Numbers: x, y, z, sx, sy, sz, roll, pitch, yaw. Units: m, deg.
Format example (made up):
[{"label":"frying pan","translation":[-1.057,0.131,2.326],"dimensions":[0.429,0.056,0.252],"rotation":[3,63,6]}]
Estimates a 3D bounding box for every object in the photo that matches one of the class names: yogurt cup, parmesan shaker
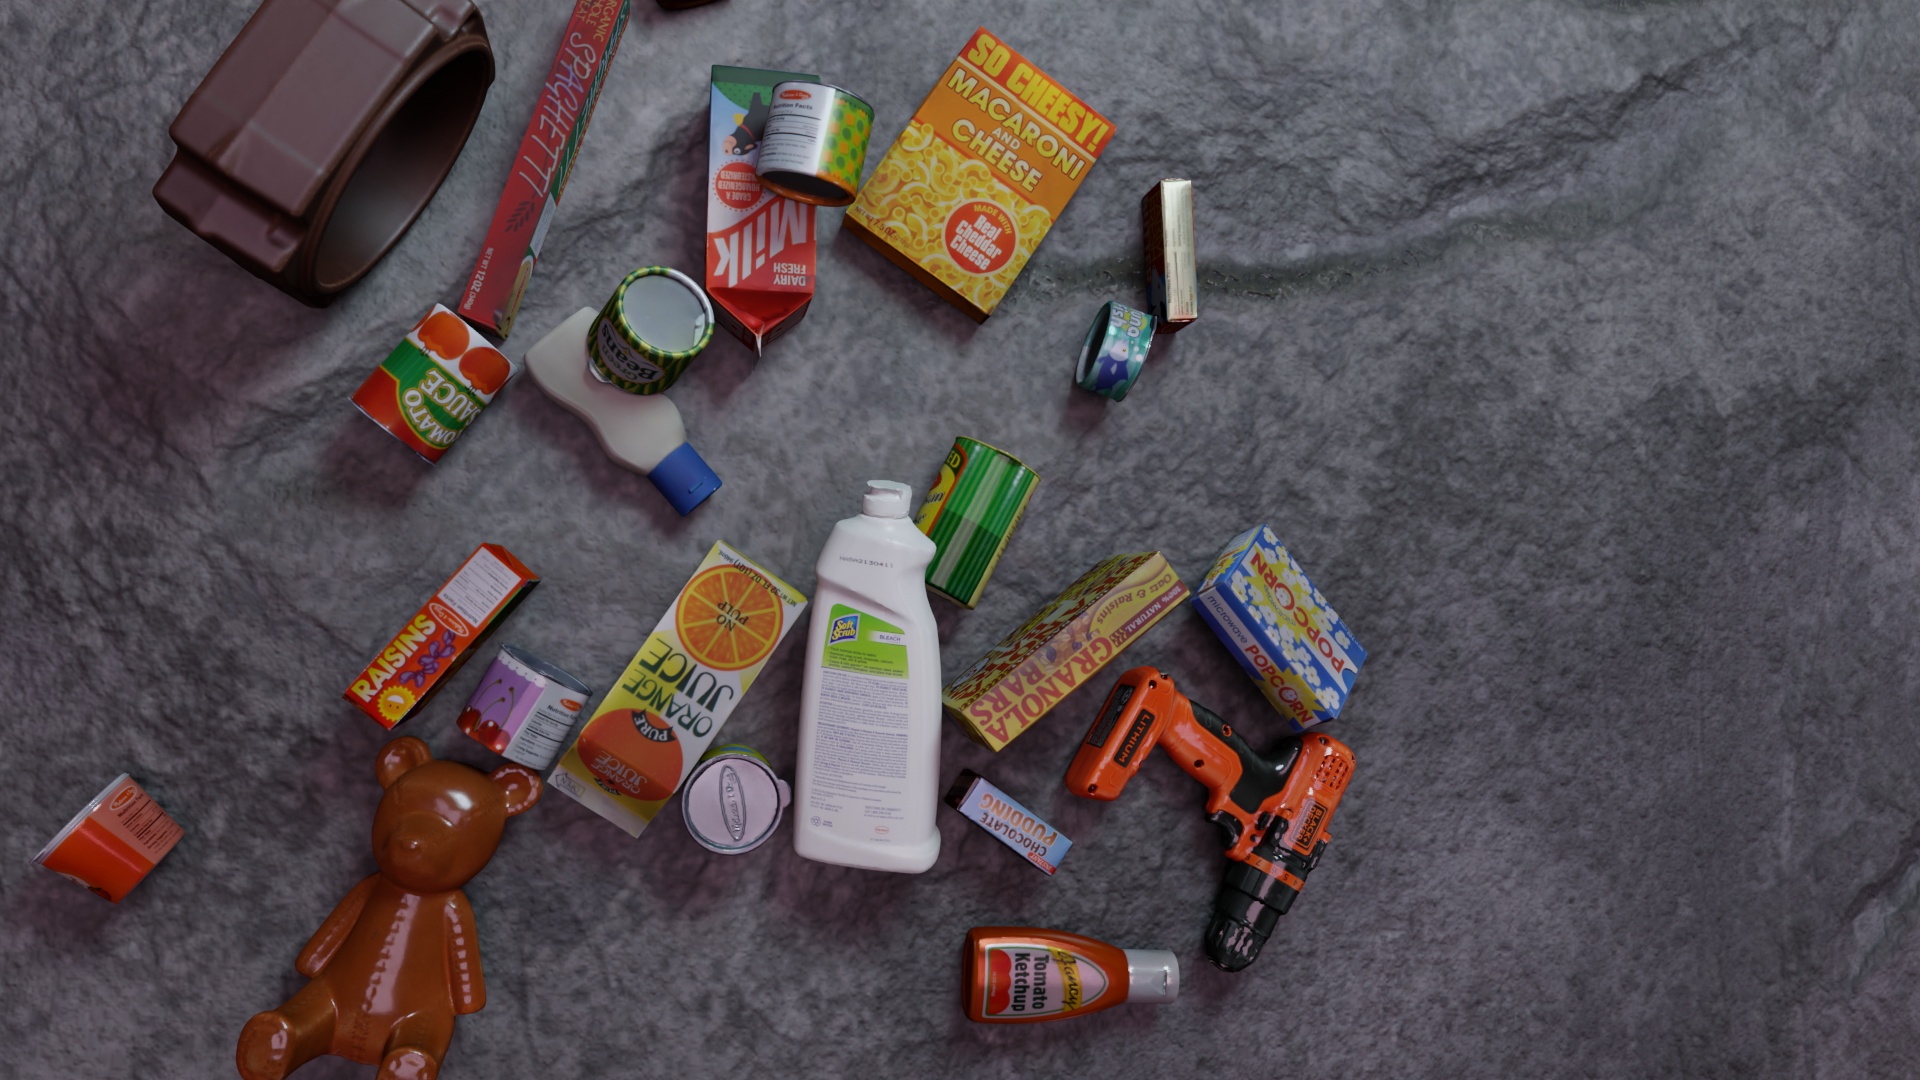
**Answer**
[{"label":"yogurt cup","translation":[-0.518,0.185,0.852],"dimensions":[0.054,0.072,0.072],"rotation":[45,81,-15]},{"label":"parmesan shaker","translation":[0.003,-0.012,0.955],"dimensions":[0.071,0.071,0.103],"rotation":[28,83,-9]}]

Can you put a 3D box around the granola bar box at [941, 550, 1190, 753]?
[{"label":"granola bar box","translation":[0.065,0.073,0.937],"dimensions":[0.166,0.124,0.039],"rotation":[-38,94,-10]}]

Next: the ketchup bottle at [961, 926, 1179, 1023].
[{"label":"ketchup bottle","translation":[0.077,0.304,0.971],"dimensions":[0.149,0.043,0.064],"rotation":[4,87,-11]}]

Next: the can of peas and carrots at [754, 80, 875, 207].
[{"label":"can of peas and carrots","translation":[-0.091,-0.249,0.878],"dimensions":[0.071,0.071,0.059],"rotation":[12,85,-10]}]

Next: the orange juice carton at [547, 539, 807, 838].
[{"label":"orange juice carton","translation":[-0.185,0.097,0.914],"dimensions":[0.072,0.073,0.193],"rotation":[35,82,-8]}]

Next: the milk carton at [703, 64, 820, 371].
[{"label":"milk carton","translation":[-0.135,-0.213,0.936],"dimensions":[0.073,0.072,0.190],"rotation":[2,88,-11]}]

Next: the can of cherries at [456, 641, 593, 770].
[{"label":"can of cherries","translation":[-0.284,0.107,0.900],"dimensions":[0.071,0.071,0.058],"rotation":[31,84,-8]}]

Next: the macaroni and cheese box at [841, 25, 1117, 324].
[{"label":"macaroni and cheese box","translation":[0.013,-0.257,0.983],"dimensions":[0.123,0.040,0.166],"rotation":[35,82,-7]}]

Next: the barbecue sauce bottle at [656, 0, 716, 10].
[{"label":"barbecue sauce bottle","translation":[-0.200,-0.443,0.948],"dimensions":[0.065,0.043,0.148],"rotation":[-18,91,-9]}]

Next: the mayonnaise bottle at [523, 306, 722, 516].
[{"label":"mayonnaise bottle","translation":[-0.222,-0.082,0.931],"dimensions":[0.065,0.041,0.148],"rotation":[-42,97,-15]}]

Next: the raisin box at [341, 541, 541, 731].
[{"label":"raisin box","translation":[-0.326,0.059,0.882],"dimensions":[0.040,0.086,0.123],"rotation":[42,81,-9]}]

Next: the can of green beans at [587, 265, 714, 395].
[{"label":"can of green beans","translation":[-0.200,-0.136,0.899],"dimensions":[0.071,0.057,0.071],"rotation":[13,64,-29]}]

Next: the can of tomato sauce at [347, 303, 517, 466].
[{"label":"can of tomato sauce","translation":[-0.337,-0.100,0.895],"dimensions":[0.071,0.071,0.083],"rotation":[40,81,-7]}]

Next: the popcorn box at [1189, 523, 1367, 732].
[{"label":"popcorn box","translation":[0.228,0.062,0.991],"dimensions":[0.126,0.038,0.085],"rotation":[51,42,-5]}]

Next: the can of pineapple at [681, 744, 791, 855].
[{"label":"can of pineapple","translation":[-0.151,0.172,0.925],"dimensions":[0.071,0.058,0.071],"rotation":[0,88,-11]}]

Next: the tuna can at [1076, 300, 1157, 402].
[{"label":"tuna can","translation":[0.109,-0.136,0.981],"dimensions":[0.033,0.071,0.071],"rotation":[19,85,-9]}]

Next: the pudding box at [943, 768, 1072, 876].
[{"label":"pudding box","translation":[0.032,0.194,0.963],"dimensions":[0.083,0.049,0.030],"rotation":[37,80,-8]}]

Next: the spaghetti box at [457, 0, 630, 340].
[{"label":"spaghetti box","translation":[-0.274,-0.256,0.923],"dimensions":[0.029,0.050,0.250],"rotation":[20,84,-11]}]

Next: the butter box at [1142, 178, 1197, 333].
[{"label":"butter box","translation":[0.151,-0.204,1.001],"dimensions":[0.024,0.053,0.103],"rotation":[-2,88,-8]}]
